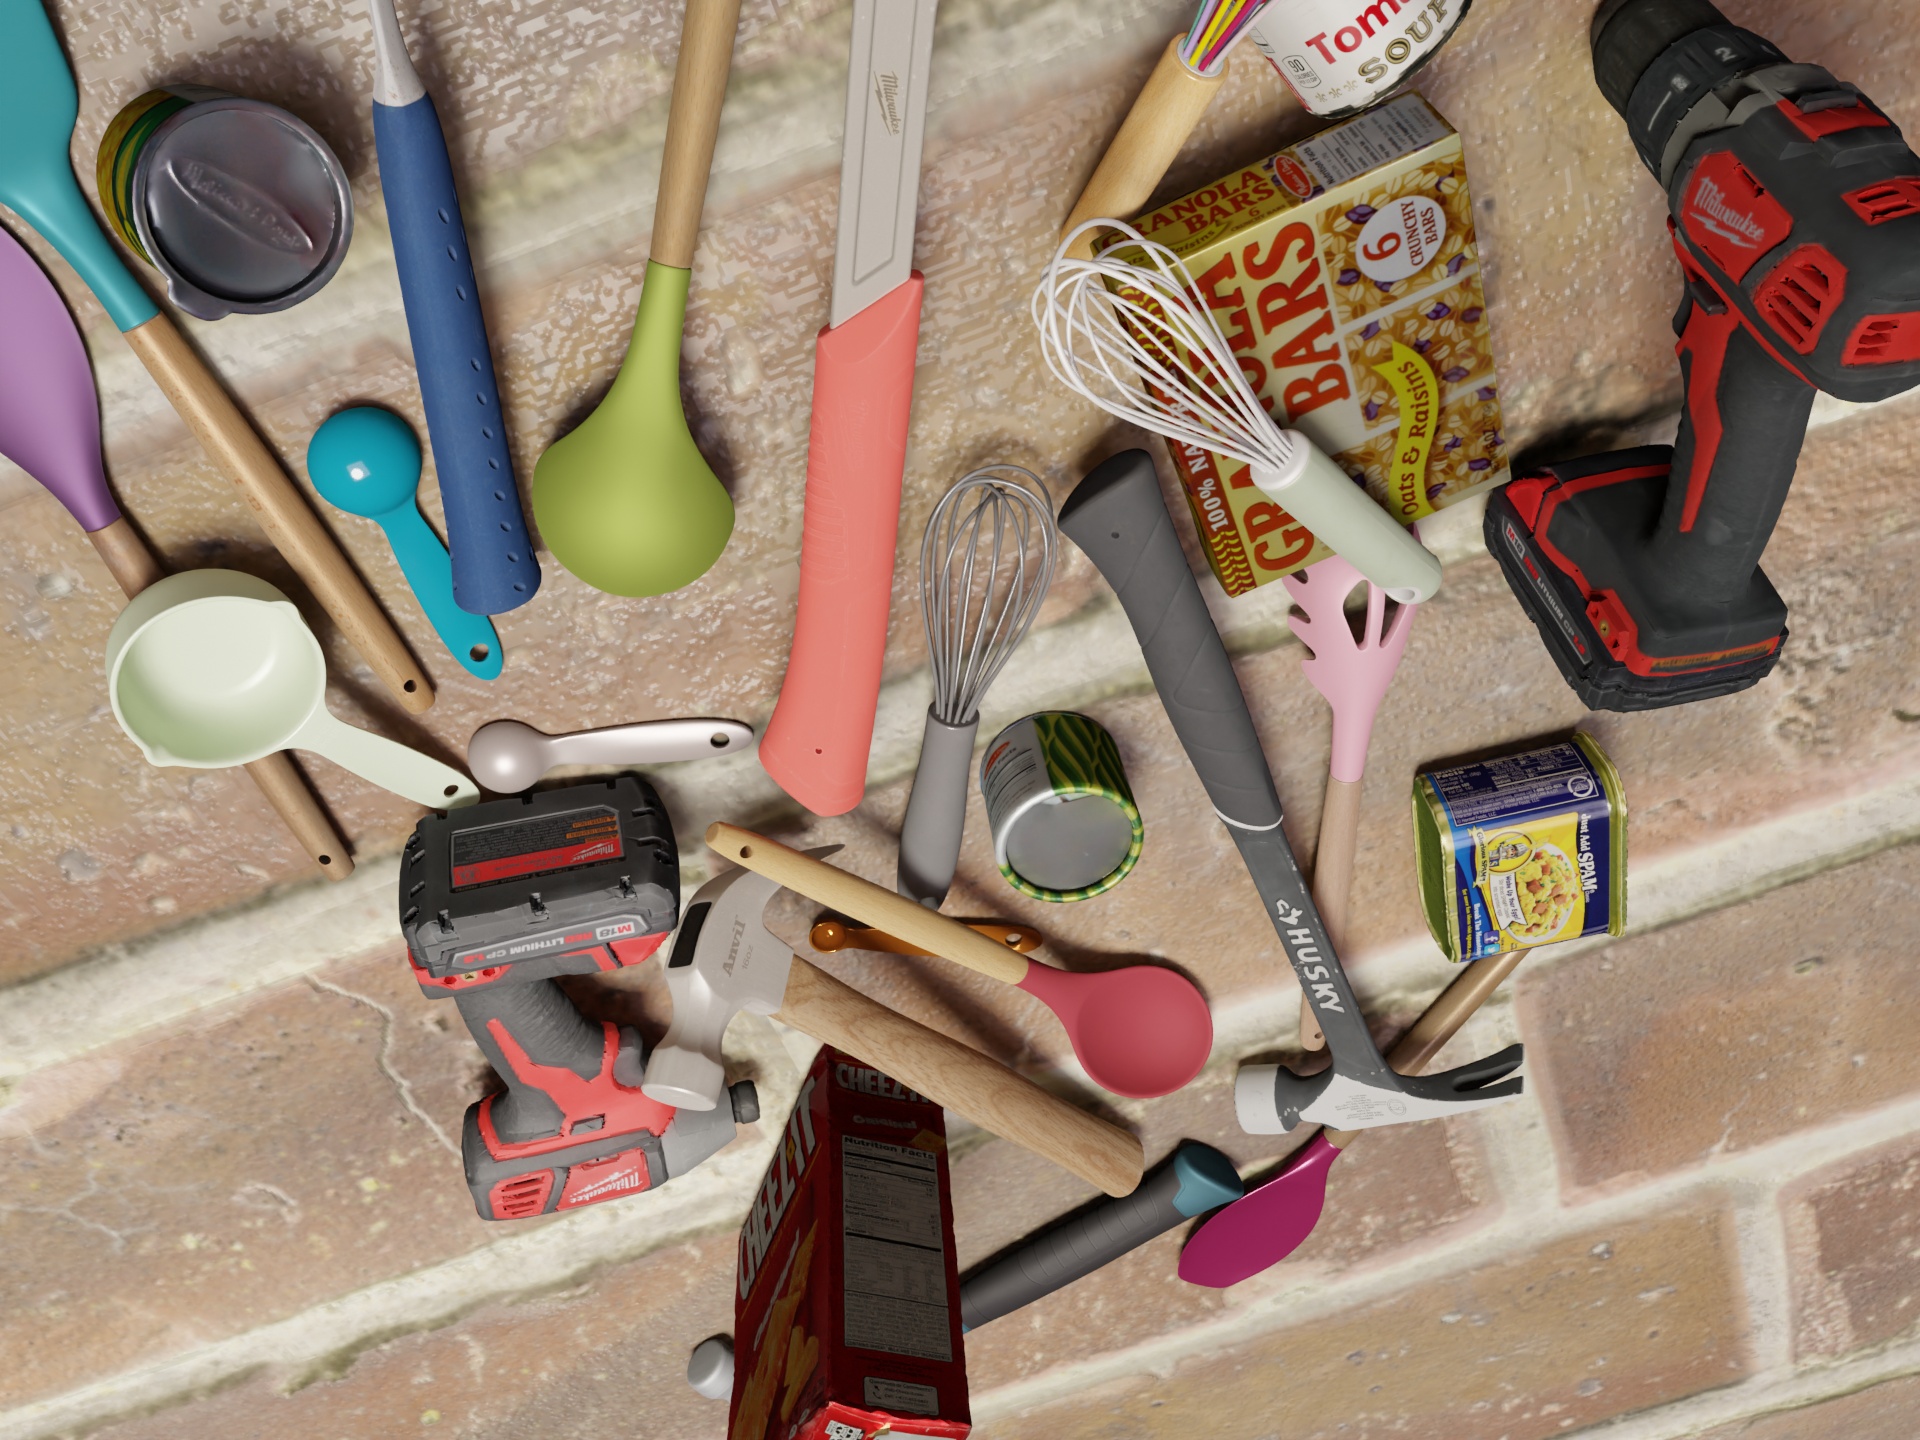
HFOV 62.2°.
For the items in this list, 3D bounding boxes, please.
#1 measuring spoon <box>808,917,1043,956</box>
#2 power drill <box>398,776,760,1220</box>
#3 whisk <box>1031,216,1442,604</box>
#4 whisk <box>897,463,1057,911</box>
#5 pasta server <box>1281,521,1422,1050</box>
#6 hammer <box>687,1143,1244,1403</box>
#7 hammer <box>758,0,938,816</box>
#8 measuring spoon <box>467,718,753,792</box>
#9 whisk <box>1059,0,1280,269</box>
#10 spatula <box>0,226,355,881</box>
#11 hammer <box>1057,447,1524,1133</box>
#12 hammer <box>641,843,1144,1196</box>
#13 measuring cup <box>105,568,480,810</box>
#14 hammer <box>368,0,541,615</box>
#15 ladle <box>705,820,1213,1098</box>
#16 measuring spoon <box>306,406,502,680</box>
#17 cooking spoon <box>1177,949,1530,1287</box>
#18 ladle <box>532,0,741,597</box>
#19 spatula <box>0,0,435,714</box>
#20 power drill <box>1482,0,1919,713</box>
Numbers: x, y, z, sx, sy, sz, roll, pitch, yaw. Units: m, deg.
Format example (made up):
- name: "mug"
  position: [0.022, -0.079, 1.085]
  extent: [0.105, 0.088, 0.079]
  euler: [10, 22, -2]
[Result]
- name: "measuring spoon"
  position: [-0.016, 0.104, 0.776]
  extent: [0.117, 0.011, 0.021]
  euler: [3, 123, -14]
- name: "power drill"
  position: [-0.171, 0.139, 0.735]
  extent: [0.143, 0.079, 0.219]
  euler: [-10, 128, -11]
- name: "whisk"
  position: [0.110, -0.098, 0.569]
  extent: [0.246, 0.058, 0.059]
  euler: [28, 75, -42]
- name: "whisk"
  position: [0.000, -0.003, 0.689]
  extent: [0.055, 0.055, 0.238]
  euler: [4, 127, -10]
- name: "pasta server"
  position: [0.177, 0.041, 0.751]
  extent: [0.060, 0.040, 0.316]
  euler: [-6, 127, -3]
- name: "hammer"
  position: [0.011, 0.332, 0.911]
  extent: [0.331, 0.033, 0.128]
  euler: [-33, 120, 14]
- name: "hammer"
  position: [-0.026, -0.114, 0.574]
  extent: [0.149, 0.037, 0.358]
  euler: [4, 126, -6]
- name: "measuring spoon"
  position: [-0.152, 0.015, 0.693]
  extent: [0.124, 0.018, 0.034]
  euler: [-5, 123, -5]
- name: "whisk"
  position: [0.081, -0.220, 0.490]
  extent: [0.051, 0.047, 0.245]
  euler: [16, 153, -13]
- name: "spatula"
  position: [-0.320, -0.057, 0.625]
  extent: [0.060, 0.018, 0.315]
  euler: [-19, 122, 1]
- name: "hammer"
  position: [0.139, 0.054, 0.711]
  extent: [0.149, 0.036, 0.408]
  euler: [-9, 128, 27]
- name: "hammer"
  position: [-0.010, 0.162, 0.756]
  extent: [0.031, 0.130, 0.331]
  euler: [-12, 145, 38]
- name: "measuring cup"
  position: [-0.266, -0.005, 0.651]
  extent: [0.083, 0.038, 0.167]
  euler: [-48, 138, 4]
- name: "hammer"
  position: [-0.179, -0.205, 0.496]
  extent: [0.035, 0.144, 0.405]
  euler: [-3, 130, -5]
- name: "ladle"
  position: [0.009, 0.109, 0.734]
  extent: [0.315, 0.031, 0.069]
  euler: [30, 90, -37]
- name: "measuring spoon"
  position: [-0.211, -0.063, 0.627]
  extent: [0.042, 0.021, 0.128]
  euler: [-32, 128, -15]
- name: "cooking spoon"
  position: [0.220, 0.212, 0.870]
  extent: [0.068, 0.017, 0.318]
  euler: [21, 118, -24]
- name: "ladle"
  position: [-0.097, -0.190, 0.561]
  extent: [0.078, 0.062, 0.320]
  euler: [12, 114, -8]
- name: "spatula"
  position: [-0.279, -0.119, 0.574]
  extent: [0.082, 0.044, 0.317]
  euler: [-38, 126, -16]
- name: "power drill"
  position: [0.262, -0.133, 0.581]
  extent: [0.080, 0.188, 0.226]
  euler: [-11, 142, -6]
